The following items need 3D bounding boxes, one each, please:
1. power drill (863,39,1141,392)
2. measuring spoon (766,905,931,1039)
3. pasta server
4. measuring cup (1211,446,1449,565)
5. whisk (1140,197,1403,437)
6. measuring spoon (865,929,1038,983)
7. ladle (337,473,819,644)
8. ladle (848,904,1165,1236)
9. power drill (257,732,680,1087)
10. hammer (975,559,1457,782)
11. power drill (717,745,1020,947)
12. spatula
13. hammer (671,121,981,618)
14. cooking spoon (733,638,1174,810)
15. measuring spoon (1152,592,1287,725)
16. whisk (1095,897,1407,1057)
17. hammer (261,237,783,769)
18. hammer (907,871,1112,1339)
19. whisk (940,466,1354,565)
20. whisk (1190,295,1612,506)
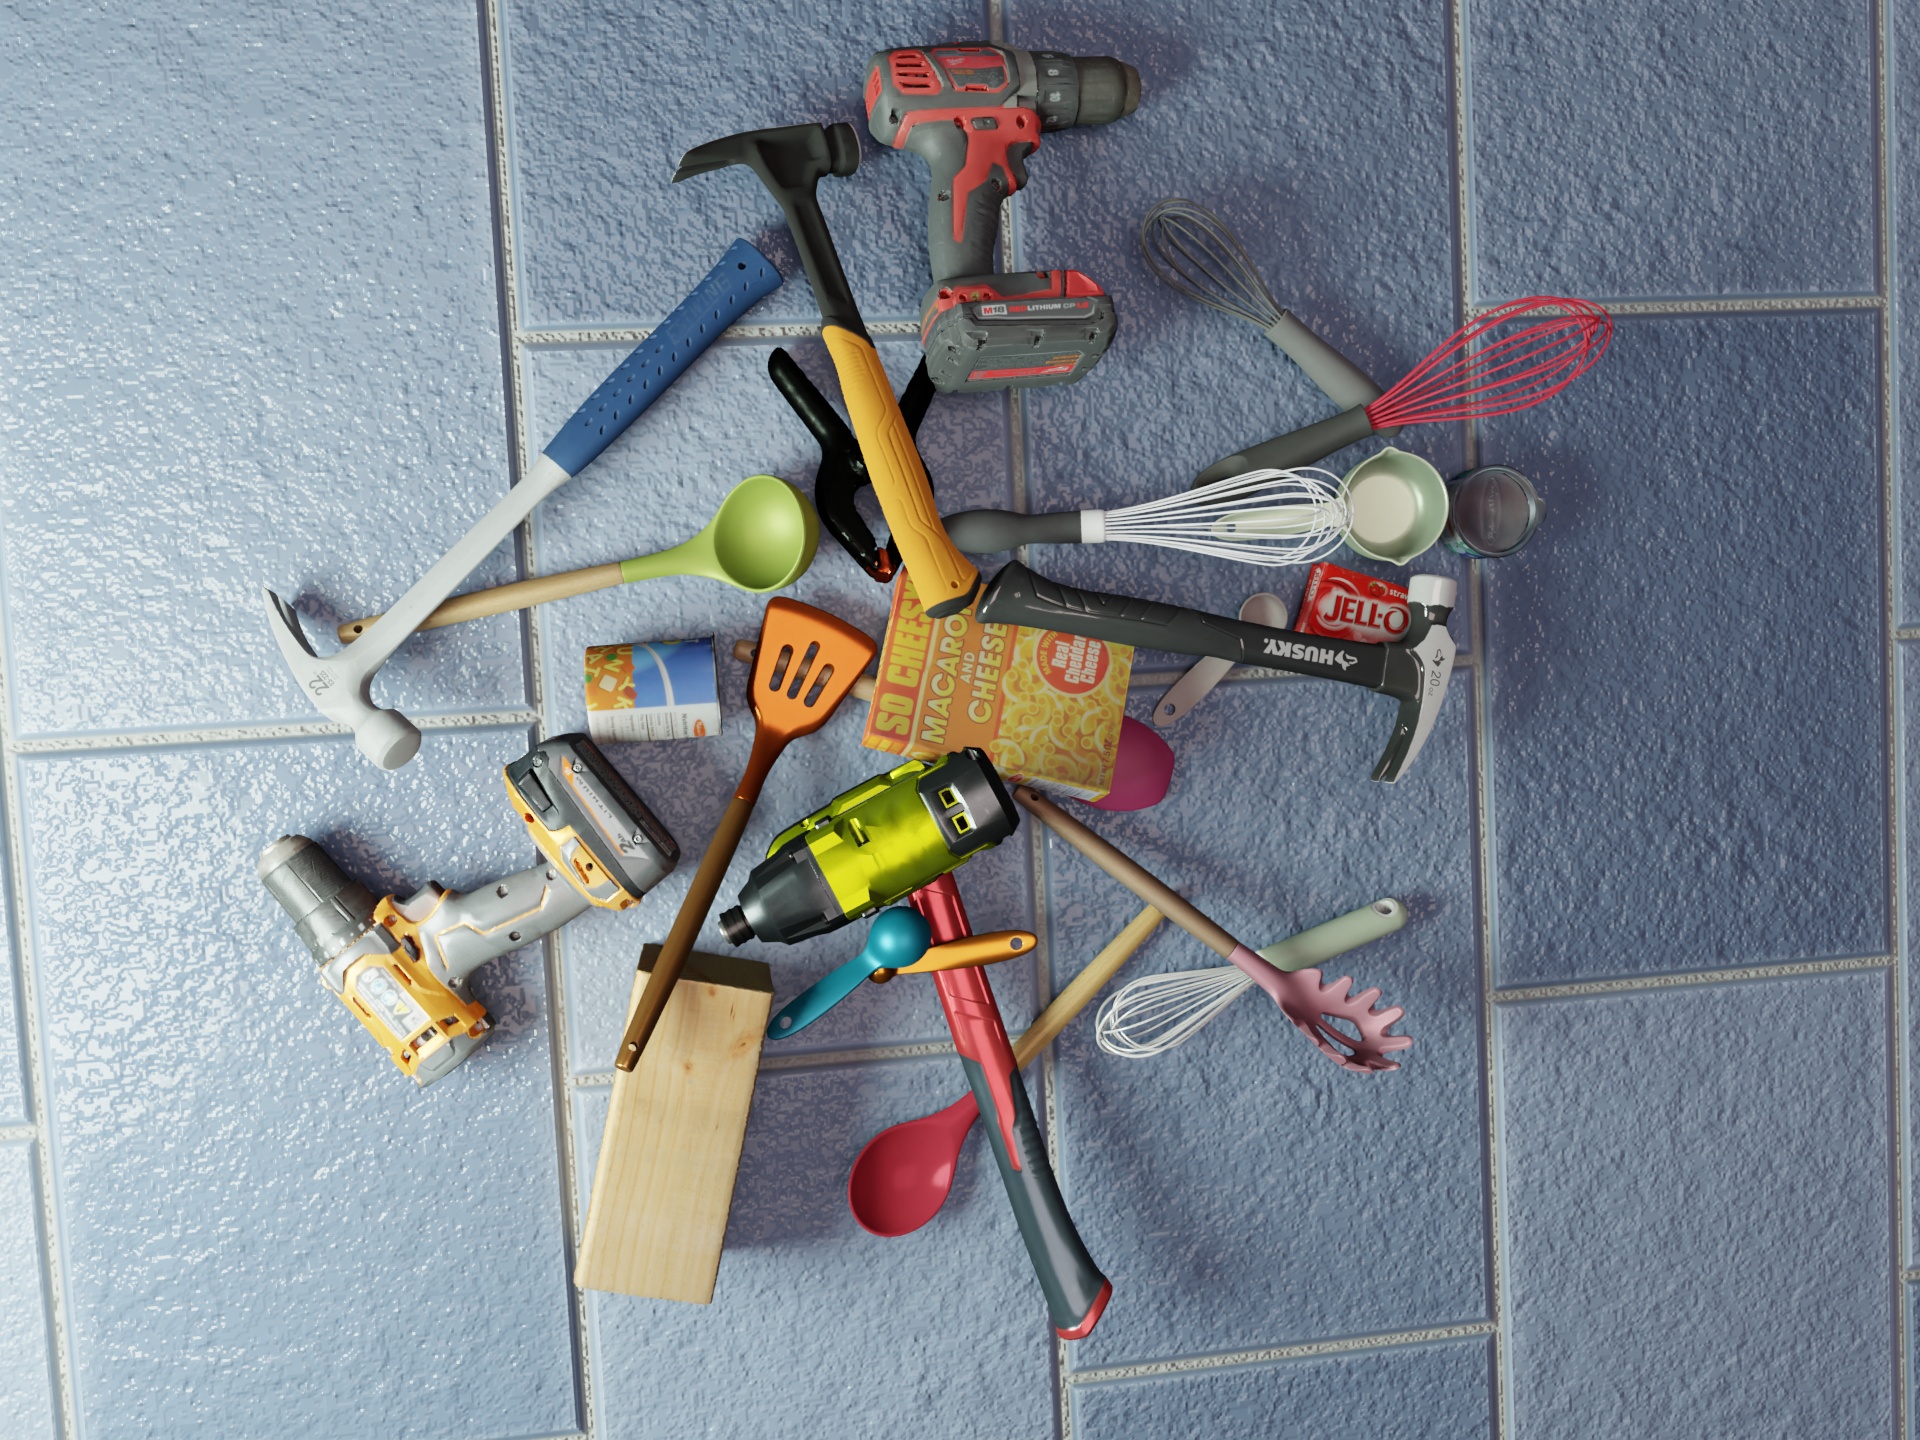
[{"bbox_3d":[0.044,-0.339,1.044,0.188,0.080,0.227,-8,80,-15],"label":"power drill"},{"bbox_3d":[-0.076,0.165,1.037,0.128,0.021,0.042,-37,62,-7],"label":"measuring spoon"},{"bbox_3d":[0.168,0.138,1.092,0.316,0.040,0.060,37,60,4],"label":"pasta server"},{"bbox_3d":[0.256,-0.144,1.121,0.167,0.038,0.083,-7,94,-1],"label":"measuring cup"},{"bbox_3d":[0.218,-0.273,1.102,0.239,0.055,0.055,37,88,-13],"label":"whisk"},{"bbox_3d":[-0.005,0.156,1.057,0.117,0.011,0.021,-10,87,-4],"label":"measuring spoon"},{"bbox_3d":[-0.249,-0.094,1.038,0.320,0.062,0.078,-13,81,-5],"label":"ladle"},{"bbox_3d":[0.041,0.233,1.113,0.315,0.031,0.069,-45,96,-6],"label":"ladle"},{"bbox_3d":[-0.320,0.100,1.028,0.226,0.084,0.185,-39,96,0],"label":"power drill"},{"bbox_3d":[0.173,-0.050,1.070,0.334,0.035,0.146,9,88,-12],"label":"hammer"},{"bbox_3d":[-0.059,0.080,0.952,0.171,0.223,0.080,-28,88,-5],"label":"power drill"},{"bbox_3d":[-0.148,0.071,1.020,0.081,0.041,0.323,25,66,-9],"label":"spatula"},{"bbox_3d":[-0.071,-0.223,1.020,0.127,0.034,0.337,-19,85,-27],"label":"hammer"},{"bbox_3d":[-0.002,-0.004,1.097,0.318,0.017,0.069,17,88,-9],"label":"cooking spoon"},{"bbox_3d":[0.181,-0.042,1.127,0.124,0.018,0.034,-45,97,3],"label":"measuring spoon"},{"bbox_3d":[0.208,0.179,1.129,0.246,0.058,0.059,-21,130,-10],"label":"whisk"},{"bbox_3d":[-0.272,-0.161,1.026,0.144,0.035,0.405,40,82,15],"label":"hammer"},{"bbox_3d":[0.004,0.234,1.078,0.143,0.038,0.386,-18,88,-6],"label":"hammer"},{"bbox_3d":[0.122,-0.132,1.076,0.284,0.070,0.070,-3,94,5],"label":"whisk"},{"bbox_3d":[0.295,-0.212,1.080,0.296,0.073,0.073,-23,97,13],"label":"whisk"}]
